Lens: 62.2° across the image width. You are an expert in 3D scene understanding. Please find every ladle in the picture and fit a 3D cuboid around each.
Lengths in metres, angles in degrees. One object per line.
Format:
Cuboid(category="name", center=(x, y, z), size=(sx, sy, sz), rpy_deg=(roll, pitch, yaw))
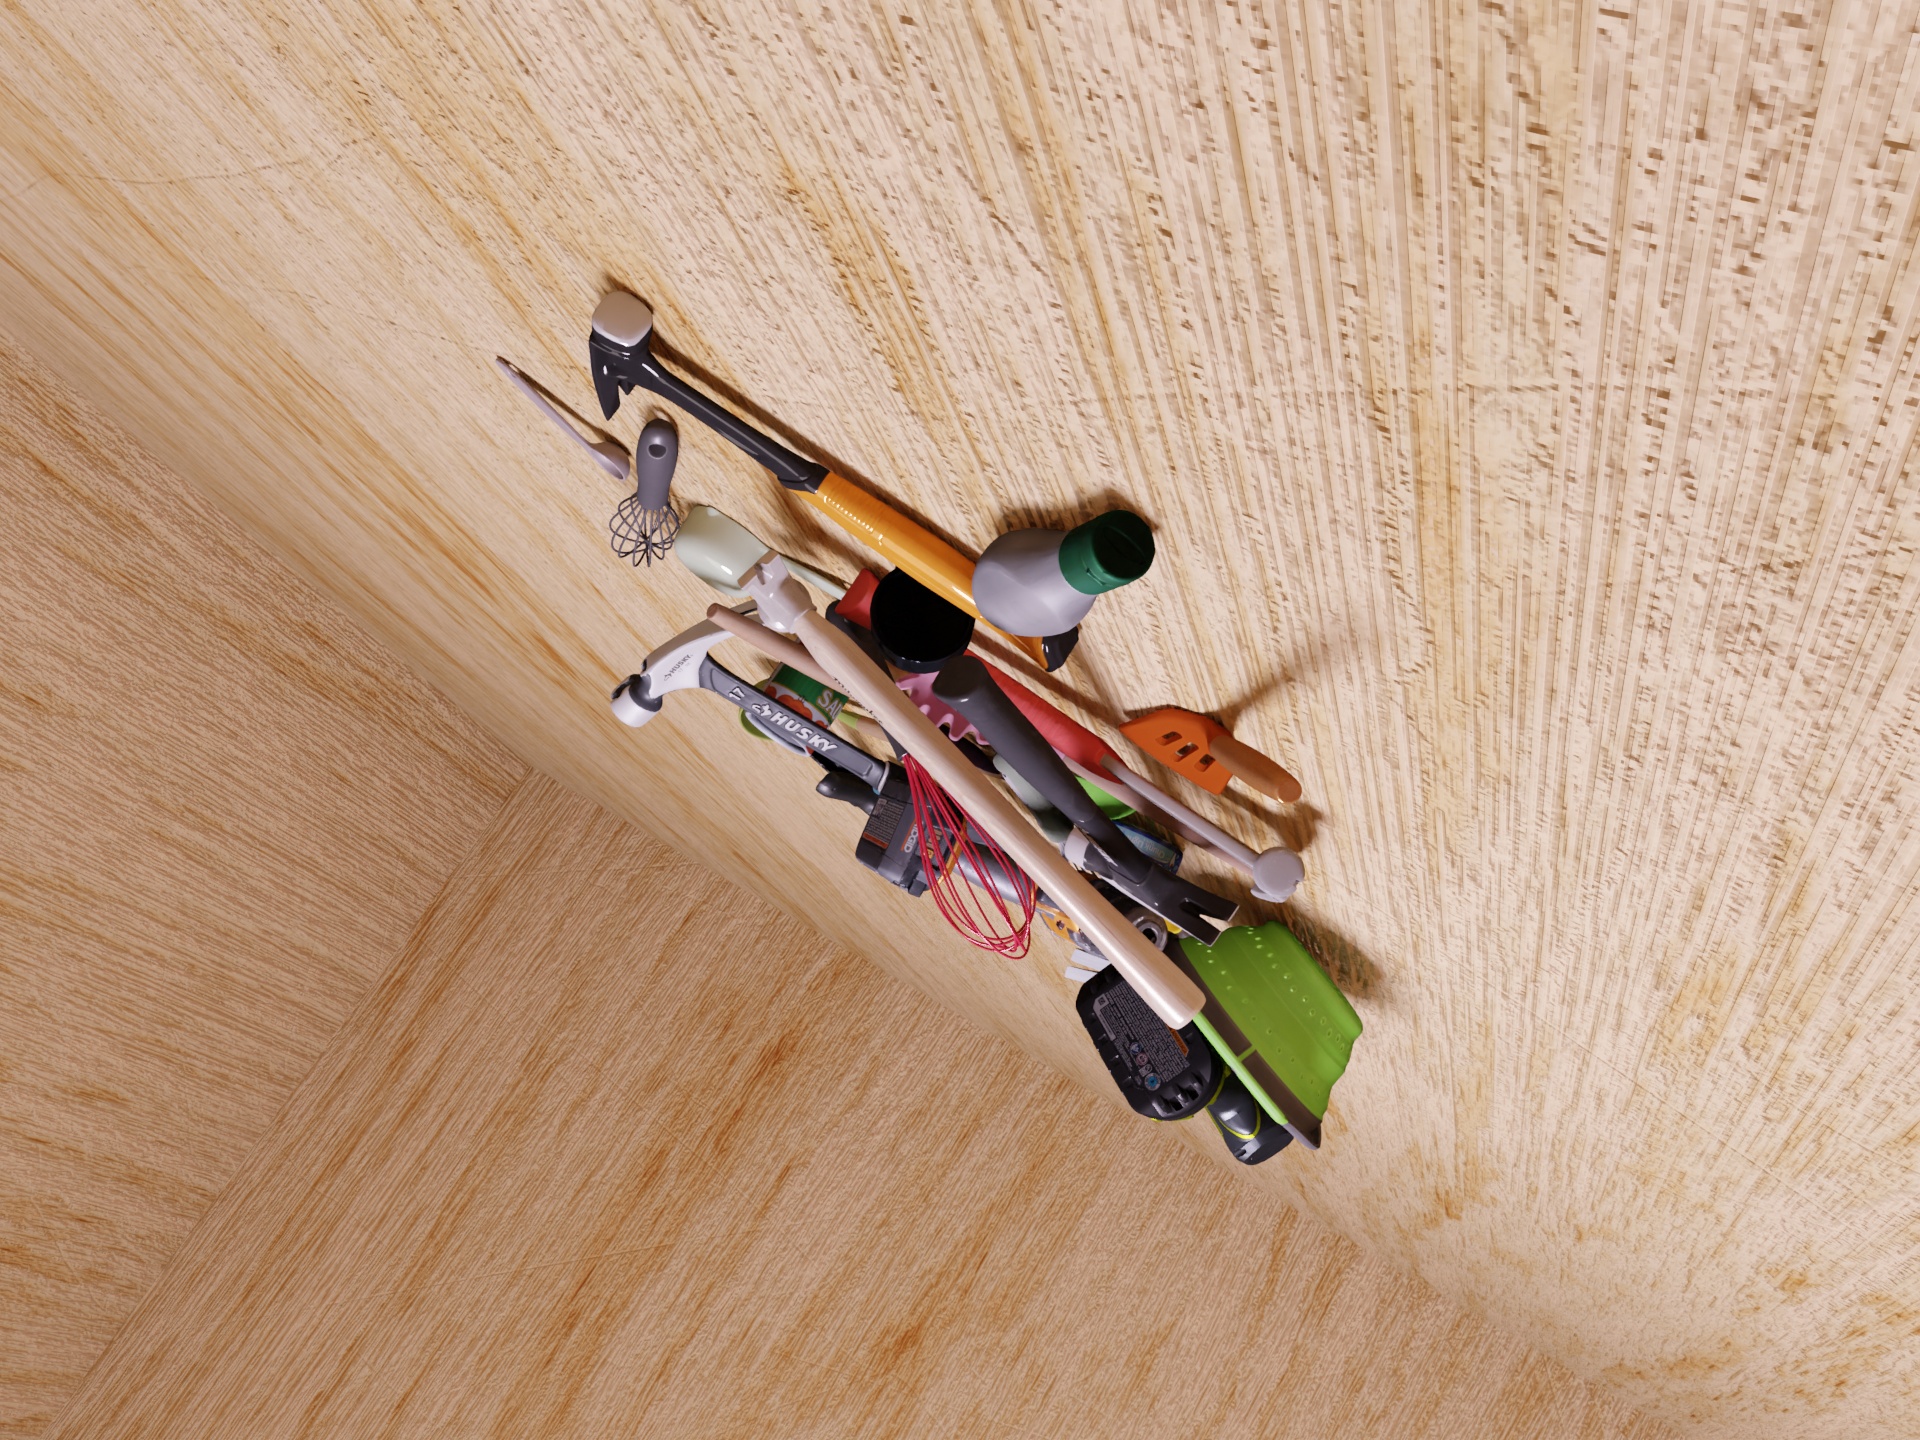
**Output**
Cuboid(category="ladle", center=(-0.075, 0.019, 1.404), size=(0.320, 0.062, 0.078), rpy_deg=(17, 161, 39))

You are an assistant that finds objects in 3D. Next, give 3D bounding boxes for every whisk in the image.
Cuboid(category="whisk", center=(-0.026, 0.041, 1.152), size=(0.296, 0.073, 0.073), rpy_deg=(62, 169, 10))
Cuboid(category="whisk", center=(0.087, 0.098, 1.337), size=(0.246, 0.059, 0.058), rpy_deg=(53, -177, -42))
Cuboid(category="whisk", center=(-0.226, -0.165, 1.151), size=(0.055, 0.055, 0.239), rpy_deg=(34, 161, -4))

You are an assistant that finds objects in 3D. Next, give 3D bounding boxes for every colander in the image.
Cuboid(category="colander", center=(0.258, 0.226, 1.325), size=(0.204, 0.094, 0.397), rpy_deg=(51, -174, 6))

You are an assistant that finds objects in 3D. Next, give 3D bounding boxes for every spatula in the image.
Cuboid(category="spatula", center=(-0.071, -0.020, 1.202), size=(0.315, 0.018, 0.060), rpy_deg=(29, -165, -44))
Cuboid(category="spatula", center=(0.146, 0.026, 0.889), size=(0.081, 0.041, 0.322), rpy_deg=(34, -176, -3))

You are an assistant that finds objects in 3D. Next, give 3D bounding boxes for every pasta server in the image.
Cuboid(category="pasta server", center=(0.098, 0.040, 1.141), size=(0.316, 0.060, 0.040), rpy_deg=(31, -160, -1))

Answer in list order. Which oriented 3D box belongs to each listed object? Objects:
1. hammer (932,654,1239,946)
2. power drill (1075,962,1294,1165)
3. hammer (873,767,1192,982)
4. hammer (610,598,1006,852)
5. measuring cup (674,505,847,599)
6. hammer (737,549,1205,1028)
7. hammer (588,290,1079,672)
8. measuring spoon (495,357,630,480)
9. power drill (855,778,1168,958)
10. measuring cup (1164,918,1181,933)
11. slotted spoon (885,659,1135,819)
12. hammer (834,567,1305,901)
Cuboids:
Cuboid(category="hammer", center=(0.073, 0.051, 1.021), size=(0.146, 0.035, 0.334), rpy_deg=(30, 170, 37))
Cuboid(category="power drill", center=(0.186, 0.273, 1.321), size=(0.223, 0.080, 0.171), rpy_deg=(38, -163, -55))
Cuboid(category="hammer", center=(0.053, 0.139, 1.475), size=(0.331, 0.128, 0.033), rpy_deg=(34, 124, 25))
Cuboid(category="hammer", center=(-0.074, 0.033, 1.290), size=(0.408, 0.036, 0.149), rpy_deg=(32, 124, -34))
Cuboid(category="measuring cup", center=(-0.145, -0.105, 1.175), size=(0.168, 0.038, 0.083), rpy_deg=(28, 165, 28))
Cuboid(category="hammer", center=(0.008, 0.046, 1.044), size=(0.410, 0.038, 0.146), rpy_deg=(45, 177, 3))
Cuboid(category="hammer", center=(-0.076, -0.131, 0.960), size=(0.337, 0.034, 0.127), rpy_deg=(34, 165, -2))
Cuboid(category="measuring spoon", center=(-0.286, -0.223, 1.157), size=(0.124, 0.018, 0.034), rpy_deg=(43, 166, -10))
Cuboid(category="power drill", center=(0.045, 0.125, 1.235), size=(0.226, 0.084, 0.185), rpy_deg=(25, 176, -14))
Cuboid(category="measuring cup", center=(0.145, 0.119, 1.334), size=(0.062, 0.029, 0.156), rpy_deg=(3, 137, 47))
Cuboid(category="slotted spoon", center=(-0.002, -0.004, 1.232), size=(0.314, 0.031, 0.070), rpy_deg=(31, 172, 14))
Cuboid(category="hammer", center=(0.072, 0.011, 1.078), size=(0.359, 0.037, 0.149), rpy_deg=(34, 178, 7))
